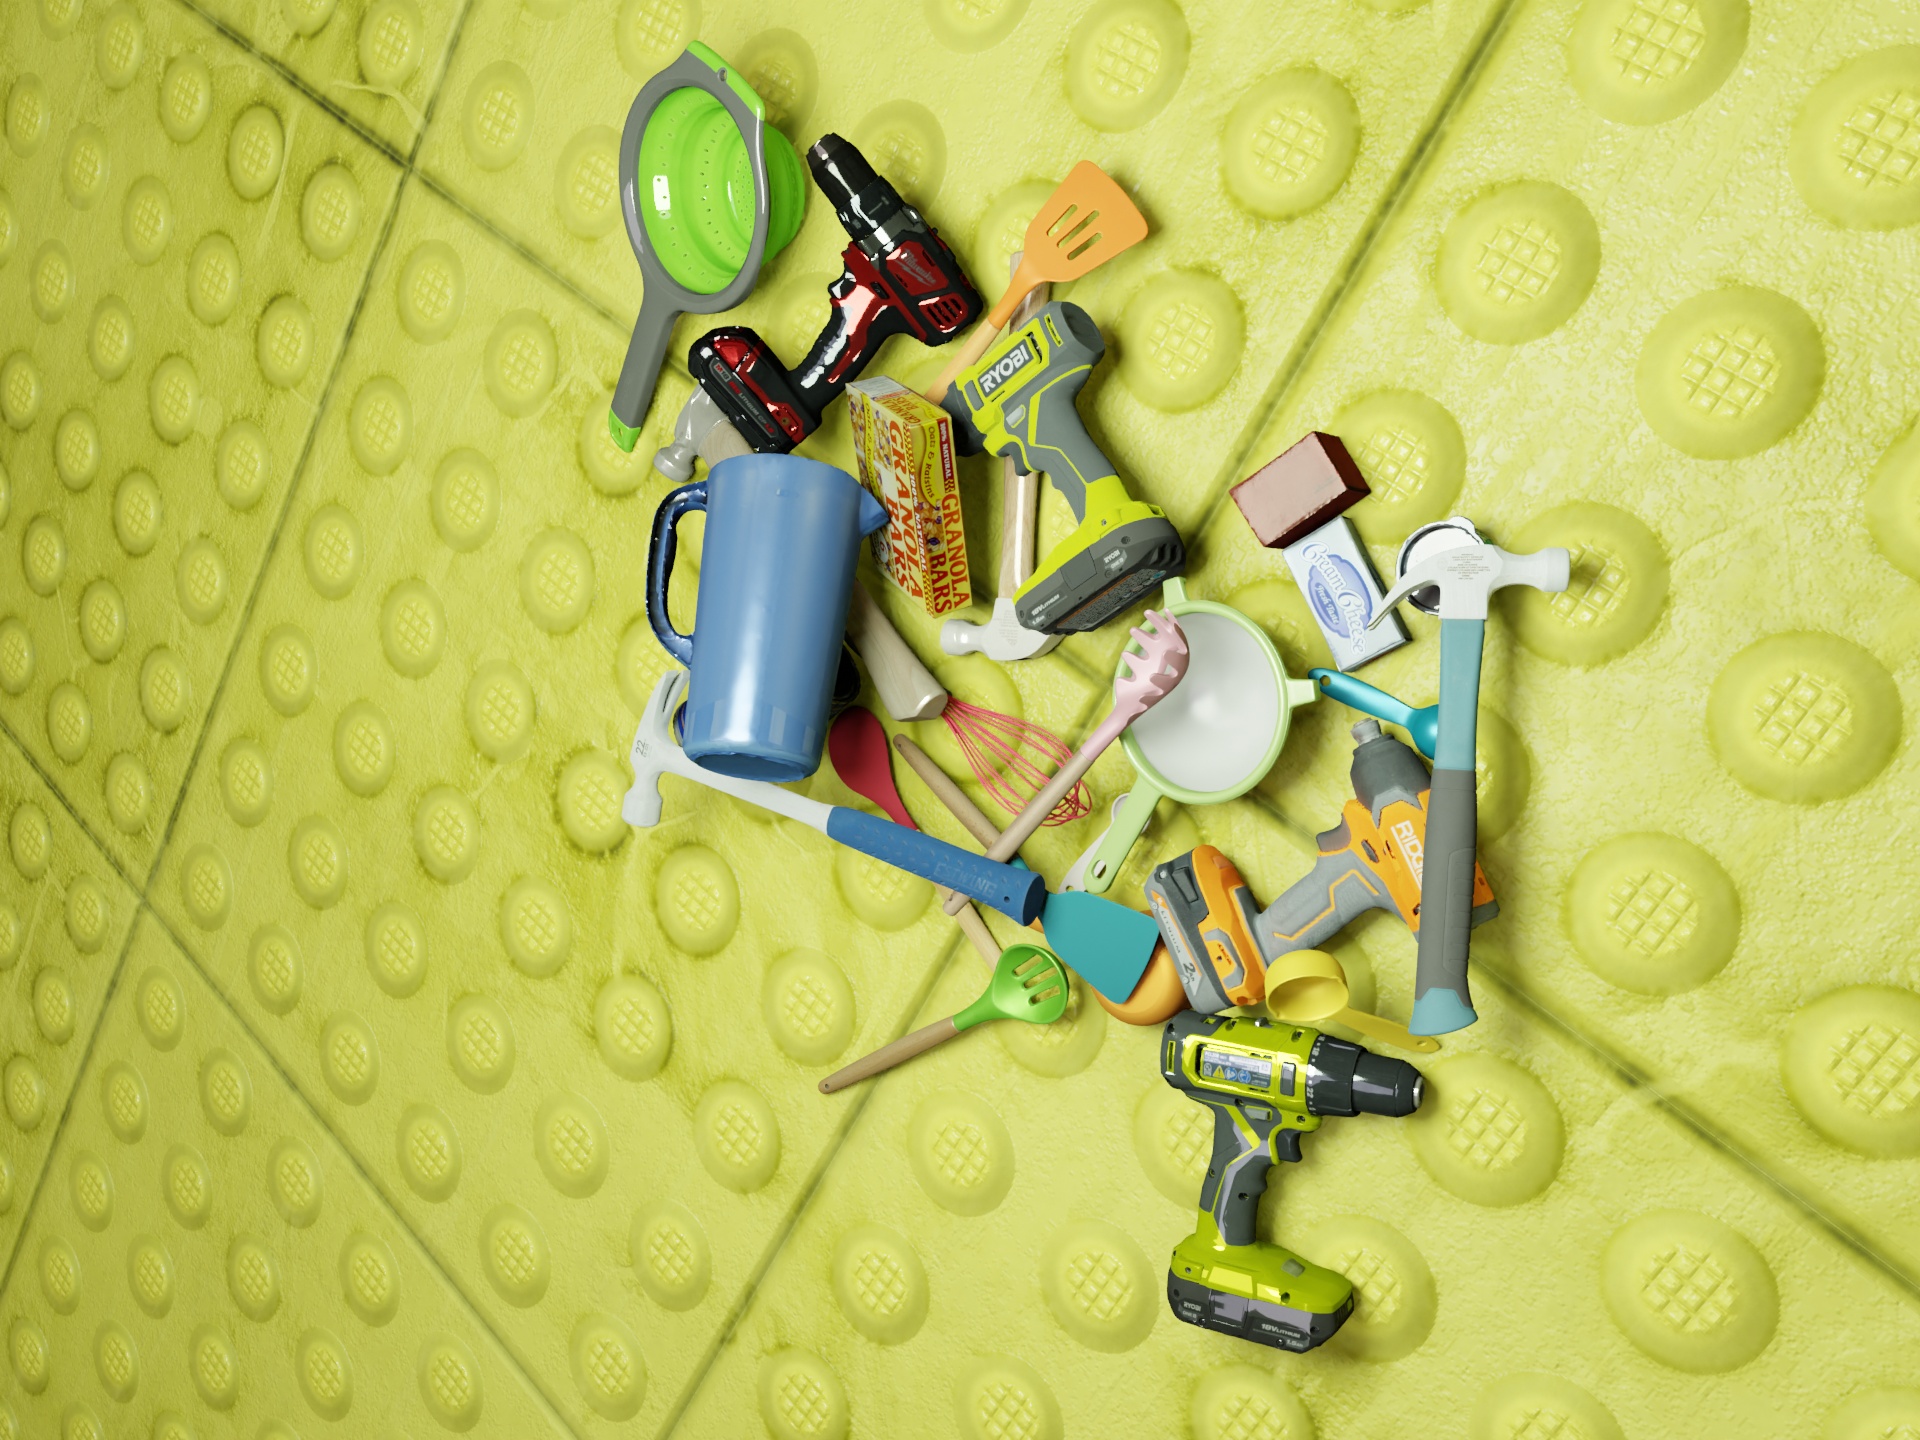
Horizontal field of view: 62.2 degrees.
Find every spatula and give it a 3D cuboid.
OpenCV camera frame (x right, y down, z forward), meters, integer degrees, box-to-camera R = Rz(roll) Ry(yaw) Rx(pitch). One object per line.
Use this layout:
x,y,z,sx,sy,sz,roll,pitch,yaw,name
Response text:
0.019,-0.302,1.281,0.081,0.041,0.322,51,124,11,spatula
0.037,0.102,1.292,0.318,0.044,0.082,45,125,40,spatula

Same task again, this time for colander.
-0.235,-0.410,1.446,0.205,0.094,0.396,48,133,21,colander

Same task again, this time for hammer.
0.052,-0.213,1.296,0.130,0.031,0.331,6,95,32,hammer
-0.129,-0.158,1.382,0.146,0.038,0.411,-52,59,22,hammer
-0.112,0.073,1.297,0.406,0.035,0.144,19,104,28,hammer
0.332,0.047,1.068,0.128,0.033,0.331,3,87,18,hammer

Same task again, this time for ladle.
-0.028,0.120,1.369,0.069,0.031,0.316,-46,71,35,ladle

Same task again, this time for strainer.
0.171,0.028,1.214,0.152,0.069,0.256,42,119,30,strainer

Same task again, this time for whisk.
-0.002,-0.004,1.329,0.296,0.073,0.073,39,112,30,whisk

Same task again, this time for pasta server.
0.074,0.042,1.211,0.316,0.040,0.060,-50,31,26,pasta server

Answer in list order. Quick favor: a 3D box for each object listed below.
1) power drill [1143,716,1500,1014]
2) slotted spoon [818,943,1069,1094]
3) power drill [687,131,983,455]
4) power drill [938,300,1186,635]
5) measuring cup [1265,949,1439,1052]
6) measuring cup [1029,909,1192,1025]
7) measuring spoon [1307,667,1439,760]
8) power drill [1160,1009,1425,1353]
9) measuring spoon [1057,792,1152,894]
0.253,0.108,1.159,0.226,0.084,0.164,-27,78,26,power drill
-0.020,0.265,1.359,0.313,0.031,0.070,-33,83,36,slotted spoon
-0.119,-0.345,1.306,0.226,0.080,0.187,-36,108,13,power drill
0.066,-0.184,1.227,0.171,0.080,0.223,-34,71,34,power drill
0.280,0.201,1.126,0.062,0.156,0.029,-45,32,37,measuring cup
0.108,0.184,1.268,0.174,0.052,0.095,18,102,28,measuring cup
0.306,-0.009,1.150,0.129,0.021,0.042,27,106,27,measuring spoon
0.241,0.338,1.181,0.191,0.080,0.228,5,93,29,power drill
0.116,0.105,1.286,0.034,0.018,0.124,46,121,17,measuring spoon
